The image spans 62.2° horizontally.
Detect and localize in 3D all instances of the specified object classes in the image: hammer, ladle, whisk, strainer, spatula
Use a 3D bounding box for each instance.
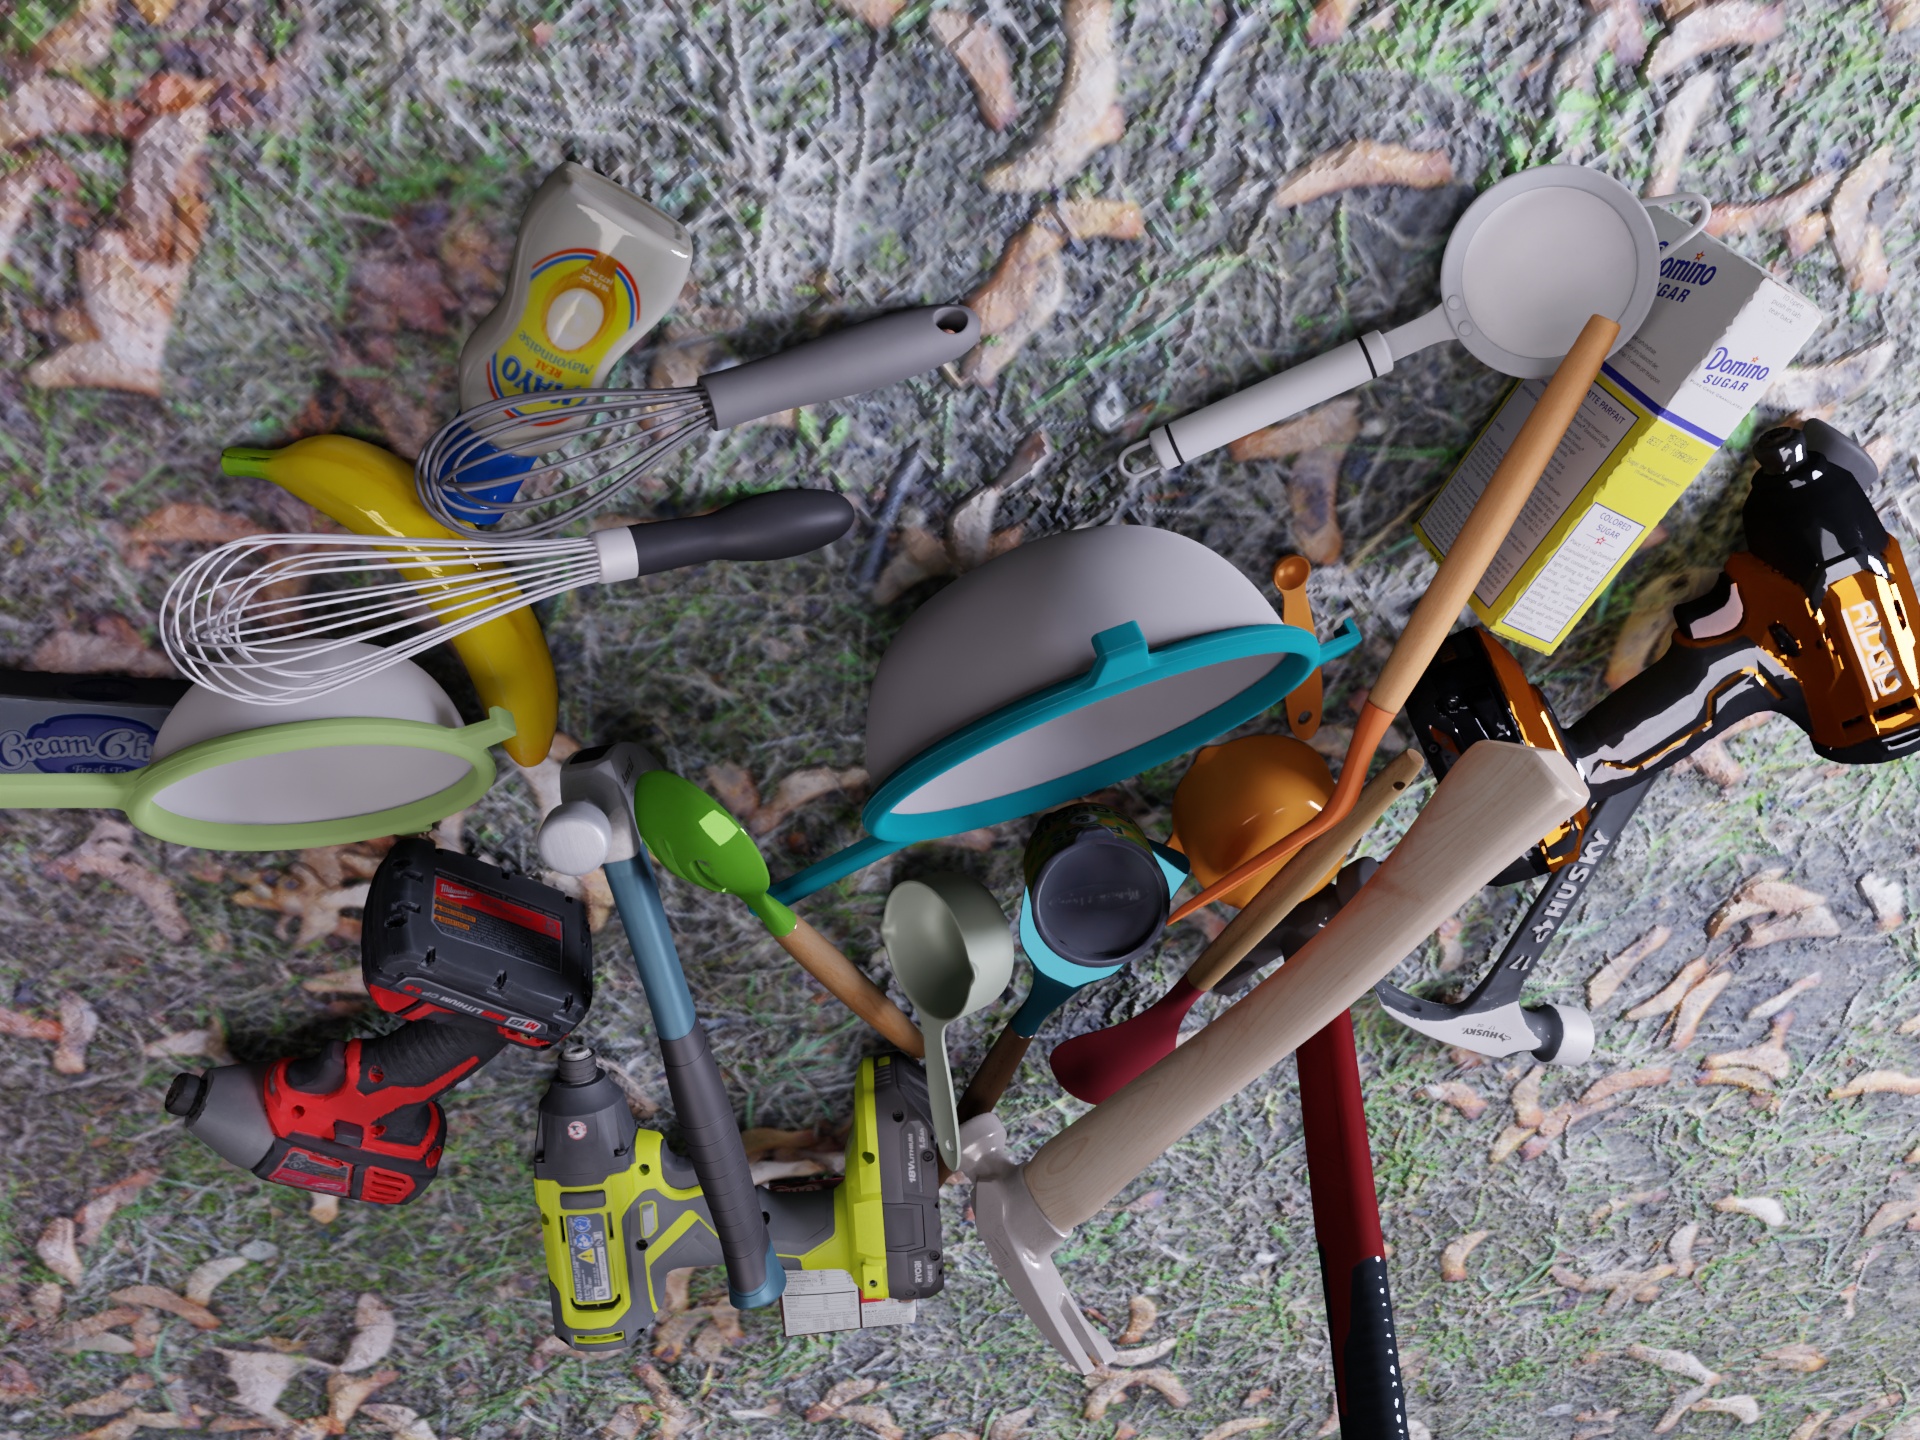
[{"bbox_3d":[0.147,0.163,0.780,0.038,0.146,0.410,0,139,-50],"label":"hammer"},{"bbox_3d":[0.139,0.120,0.829,0.069,0.031,0.315,22,129,-16],"label":"ladle"},{"bbox_3d":[-0.175,-0.063,0.656,0.284,0.070,0.070,-14,128,-23],"label":"whisk"},{"bbox_3d":[-0.330,0.004,0.672,0.256,0.069,0.151,1,159,-34],"label":"strainer"},{"bbox_3d":[-0.099,-0.125,0.637,0.239,0.055,0.055,-21,127,-15],"label":"whisk"},{"bbox_3d":[-0.001,-0.002,0.740,0.340,0.095,0.211,-29,165,38],"label":"strainer"},{"bbox_3d":[0.029,0.177,0.891,0.082,0.044,0.317,18,132,-8],"label":"spatula"},{"bbox_3d":[0.186,-0.163,0.687,0.258,0.050,0.087,-23,99,15],"label":"strainer"},{"bbox_3d":[0.177,0.259,0.765,0.038,0.387,0.143,23,137,-24],"label":"hammer"},{"bbox_3d":[0.356,0.028,0.849,0.149,0.036,0.408,10,122,-14],"label":"hammer"},{"bbox_3d":[0.191,-0.032,0.707,0.081,0.041,0.322,-12,132,-59],"label":"spatula"},{"bbox_3d":[-0.137,0.161,0.783,0.033,0.128,0.330,-10,114,4],"label":"hammer"}]

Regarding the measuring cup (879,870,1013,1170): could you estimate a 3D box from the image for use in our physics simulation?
[{"bbox_3d":[0.000,0.159,0.843,0.038,0.083,0.167,-17,110,-35],"label":"measuring cup"}]

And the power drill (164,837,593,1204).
[{"bbox_3d":[-0.298,0.165,0.816,0.143,0.079,0.219,28,120,-33],"label":"power drill"}]

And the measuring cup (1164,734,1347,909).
[{"bbox_3d":[0.126,0.082,0.839,0.173,0.052,0.095,-37,122,14],"label":"measuring cup"}]

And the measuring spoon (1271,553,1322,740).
[{"bbox_3d":[0.167,-0.036,0.792,0.021,0.011,0.116,-22,129,-8],"label":"measuring spoon"}]

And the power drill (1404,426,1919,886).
[{"bbox_3d":[0.329,-0.029,0.754,0.226,0.084,0.164,-24,108,16],"label":"power drill"}]

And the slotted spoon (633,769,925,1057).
[{"bbox_3d":[-0.076,0.112,0.791,0.070,0.031,0.313,17,158,30],"label":"slotted spoon"}]

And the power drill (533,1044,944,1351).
[{"bbox_3d":[-0.125,0.260,0.899,0.223,0.080,0.171,-4,102,-3],"label":"power drill"}]
